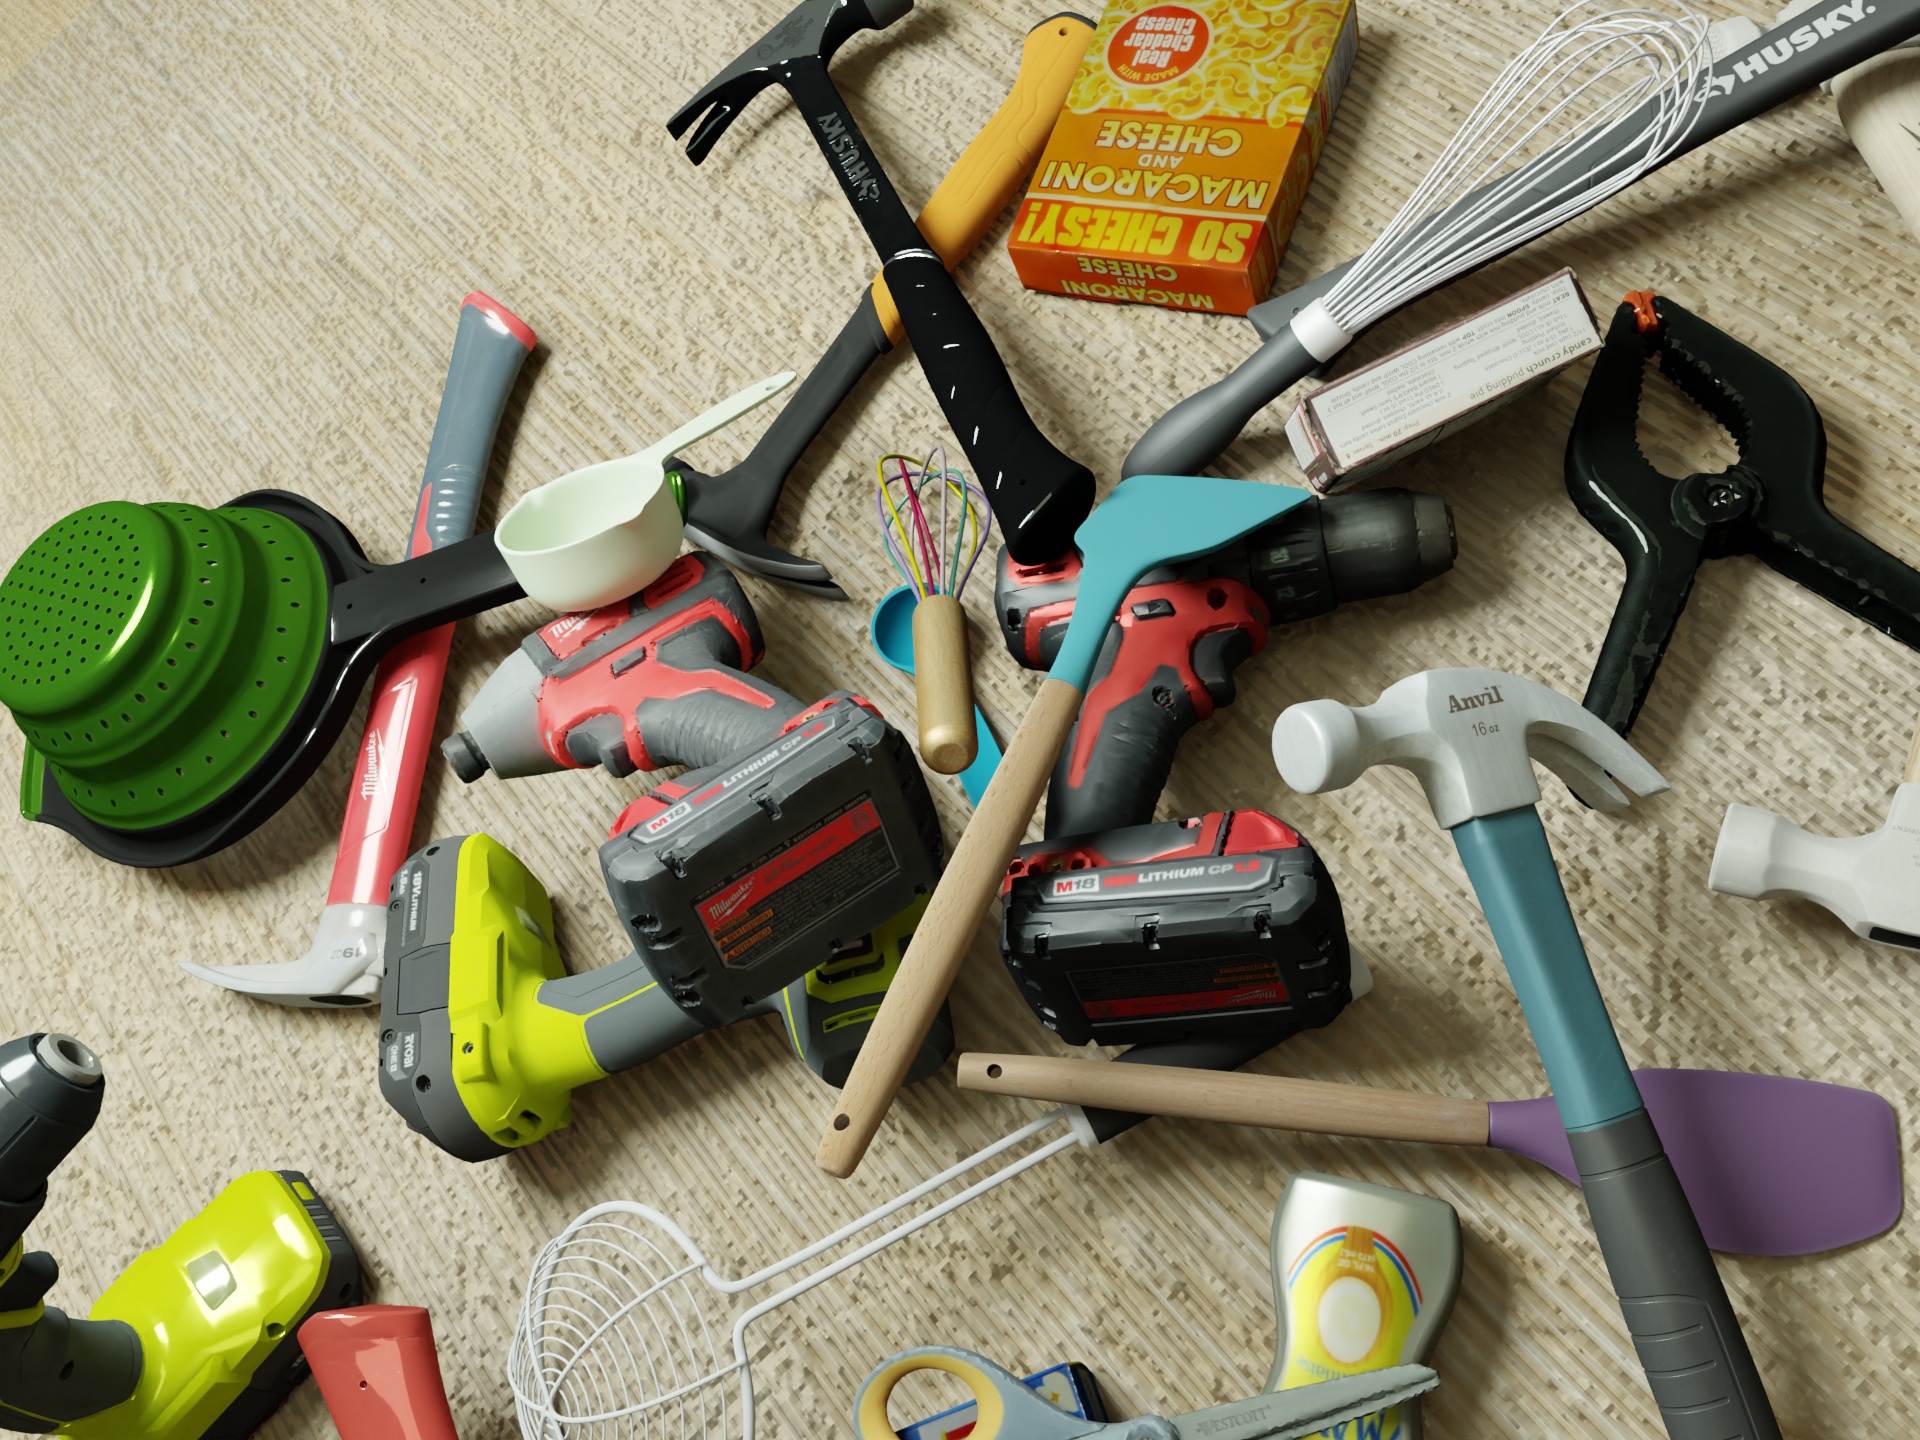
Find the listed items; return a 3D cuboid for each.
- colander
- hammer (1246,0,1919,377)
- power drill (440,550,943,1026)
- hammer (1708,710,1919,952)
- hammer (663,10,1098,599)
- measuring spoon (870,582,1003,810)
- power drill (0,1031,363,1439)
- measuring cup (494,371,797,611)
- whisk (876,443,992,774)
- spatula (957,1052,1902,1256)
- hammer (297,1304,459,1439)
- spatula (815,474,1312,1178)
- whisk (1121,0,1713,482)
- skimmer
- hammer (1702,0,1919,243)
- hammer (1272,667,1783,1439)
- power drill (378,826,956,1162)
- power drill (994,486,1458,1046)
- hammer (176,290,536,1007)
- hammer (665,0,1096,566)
[{"bbox_3d":[-0.321,-0.061,0.750,0.397,0.094,0.205,-16,62,16],"label":"colander"},{"bbox_3d":[0.276,-0.242,0.662,0.335,0.035,0.146,-26,62,19],"label":"hammer"},{"bbox_3d":[-0.115,0.015,0.622,0.143,0.078,0.220,-32,38,-16],"label":"power drill"},{"bbox_3d":[0.369,-0.077,0.549,0.130,0.031,0.331,15,75,27],"label":"hammer"},{"bbox_3d":[-0.021,-0.216,0.789,0.127,0.034,0.337,28,79,29],"label":"hammer"},{"bbox_3d":[-0.001,-0.002,0.701,0.042,0.021,0.129,-25,70,3],"label":"measuring spoon"},{"bbox_3d":[-0.338,0.213,0.598,0.190,0.228,0.080,-47,61,-5],"label":"power drill"},{"bbox_3d":[-0.126,-0.102,0.700,0.083,0.038,0.167,15,45,41],"label":"measuring cup"},{"bbox_3d":[-0.013,-0.054,0.651,0.051,0.047,0.245,-26,30,13],"label":"whisk"},{"bbox_3d":[0.155,0.139,0.549,0.316,0.018,0.060,5,71,9],"label":"spatula"},{"bbox_3d":[-0.146,0.367,0.542,0.149,0.036,0.359,-36,70,2],"label":"hammer"},{"bbox_3d":[0.031,0.017,0.560,0.082,0.044,0.318,11,60,32],"label":"spatula"},{"bbox_3d":[0.173,-0.181,0.649,0.284,0.070,0.070,-37,57,30],"label":"whisk"},{"bbox_3d":[-0.008,0.186,0.608,0.363,0.090,0.127,-28,67,-5],"label":"skimmer"},{"bbox_3d":[0.422,-0.134,0.594,0.146,0.038,0.411,-15,63,12],"label":"hammer"},{"bbox_3d":[0.206,0.139,0.499,0.128,0.033,0.331,-11,76,-23],"label":"hammer"},{"bbox_3d":[-0.121,0.087,0.667,0.223,0.080,0.171,-16,55,8],"label":"power drill"},{"bbox_3d":[0.103,0.001,0.609,0.188,0.080,0.227,-8,50,16],"label":"power drill"},{"bbox_3d":[-0.286,-0.048,0.808,0.143,0.038,0.387,-4,66,20],"label":"hammer"},{"bbox_3d":[-0.034,-0.223,0.752,0.149,0.036,0.409,-31,54,9],"label":"hammer"}]
